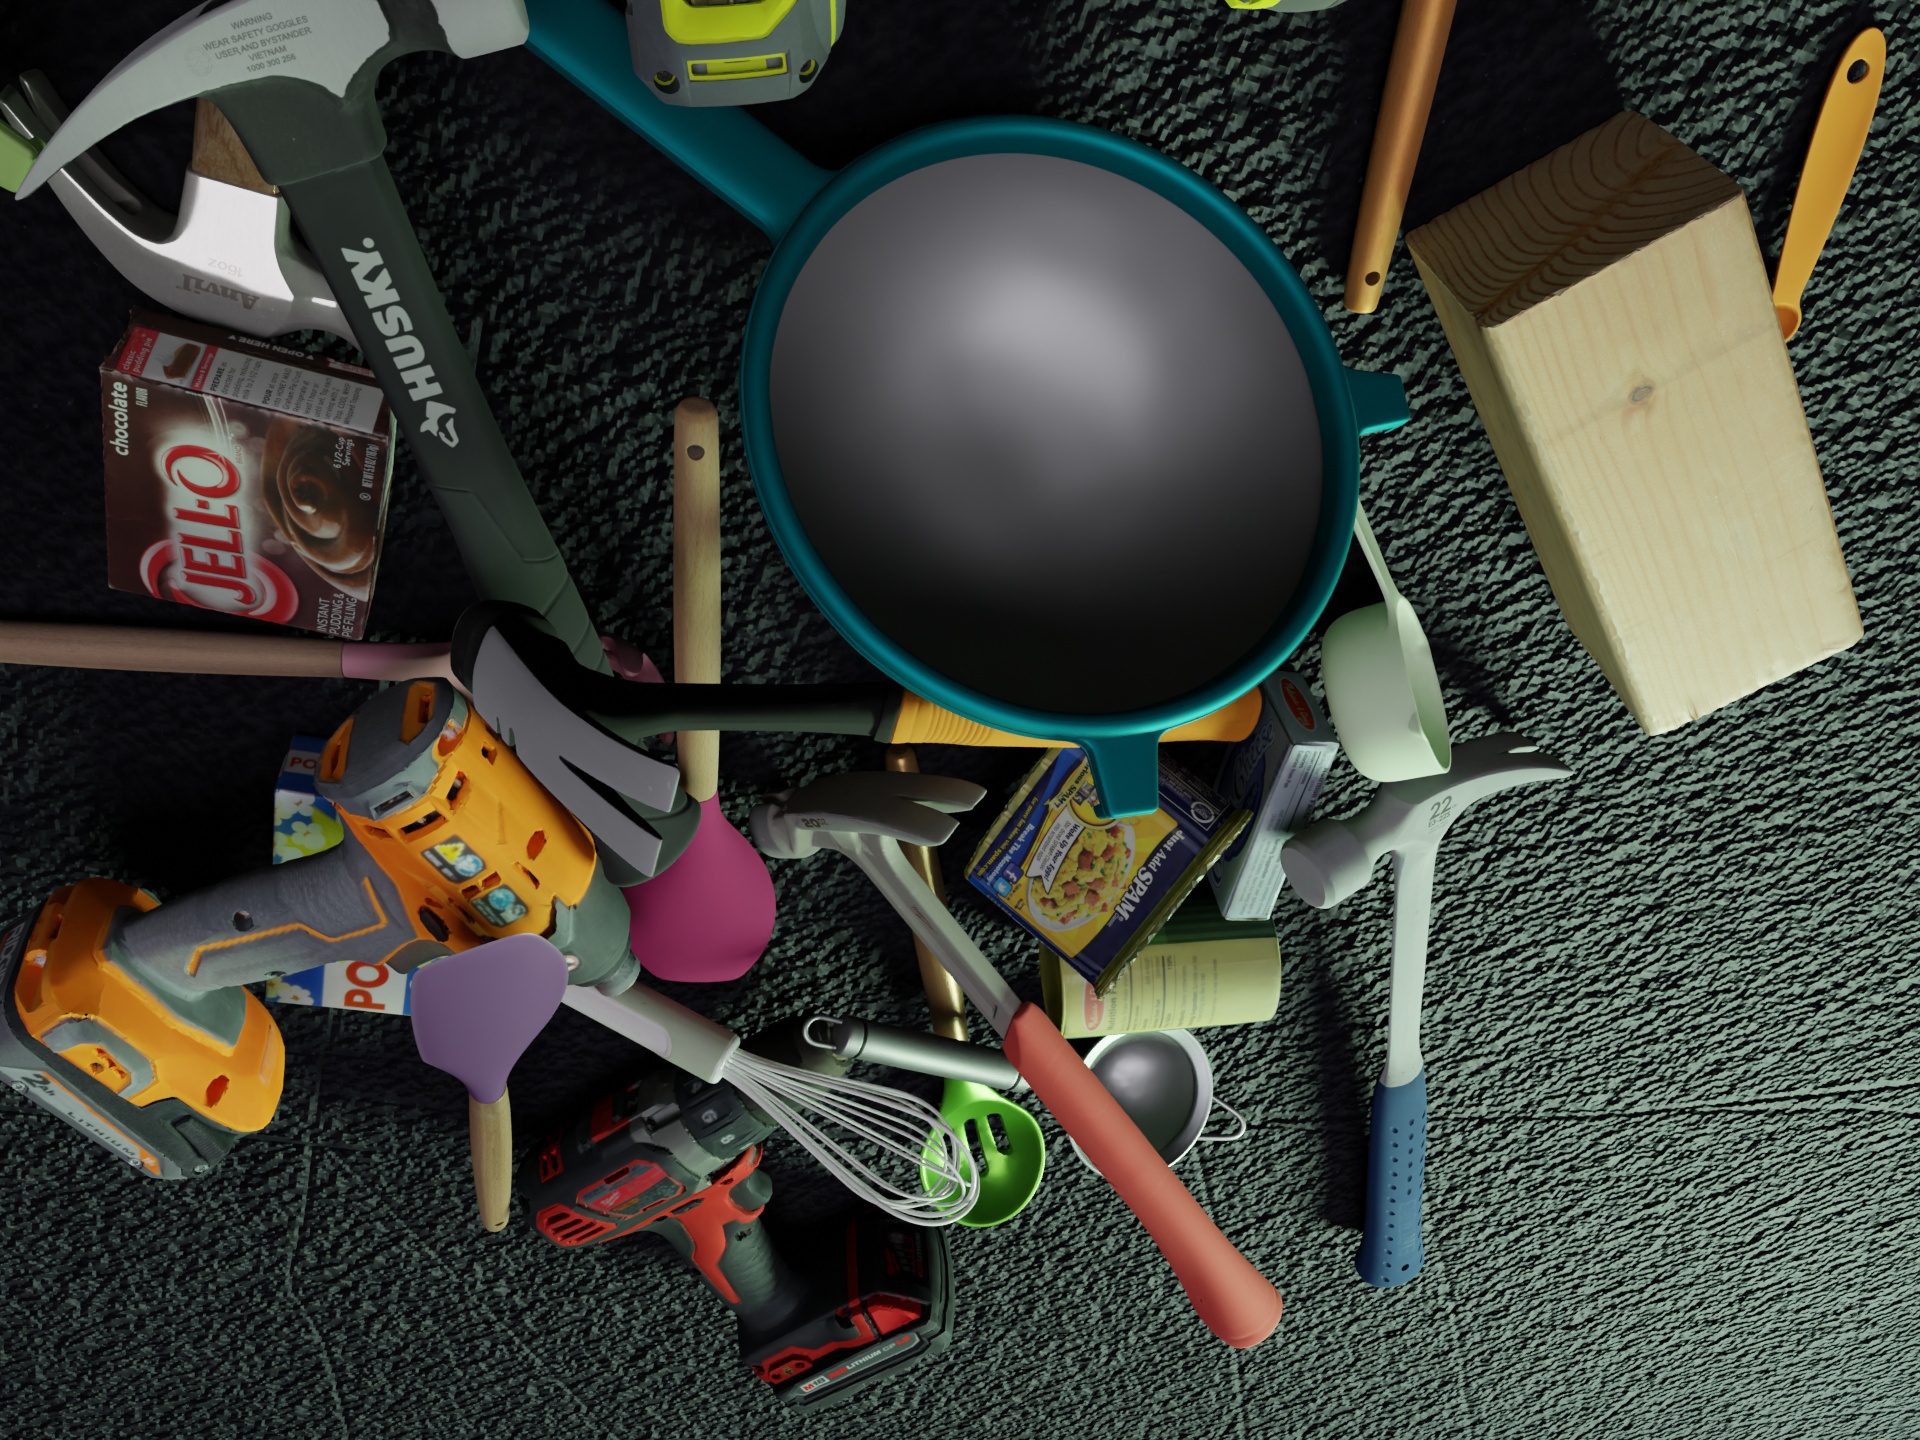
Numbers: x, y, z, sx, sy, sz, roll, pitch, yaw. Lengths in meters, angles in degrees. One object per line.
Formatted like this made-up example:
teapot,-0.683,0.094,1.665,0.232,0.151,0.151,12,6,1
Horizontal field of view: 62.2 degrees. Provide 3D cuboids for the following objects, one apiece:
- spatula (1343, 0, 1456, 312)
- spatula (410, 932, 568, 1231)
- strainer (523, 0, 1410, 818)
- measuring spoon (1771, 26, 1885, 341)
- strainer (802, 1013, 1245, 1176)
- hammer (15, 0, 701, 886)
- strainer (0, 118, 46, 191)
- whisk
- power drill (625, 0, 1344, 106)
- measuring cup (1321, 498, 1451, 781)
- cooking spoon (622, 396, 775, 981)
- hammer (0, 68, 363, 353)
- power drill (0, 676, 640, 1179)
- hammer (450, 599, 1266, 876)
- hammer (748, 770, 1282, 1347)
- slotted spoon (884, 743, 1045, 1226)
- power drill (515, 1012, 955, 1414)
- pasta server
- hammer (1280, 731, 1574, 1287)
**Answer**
spatula,0.161,-0.277,0.492,0.081,0.041,0.322,-1,127,-8
spatula,-0.201,0.167,0.687,0.059,0.018,0.315,-17,152,-25
strainer,-0.028,-0.128,0.541,0.340,0.095,0.211,37,71,-6
measuring spoon,0.318,-0.197,0.594,0.021,0.011,0.116,-1,123,-7
strainer,0.033,0.173,0.787,0.258,0.050,0.087,19,89,-31
hammer,-0.162,-0.069,0.528,0.146,0.035,0.334,-16,128,-1
strainer,-0.348,-0.262,0.418,0.151,0.069,0.256,-4,123,3
whisk,-0.101,0.160,0.729,0.246,0.059,0.057,27,125,4
power drill,0.010,-0.271,0.437,0.223,0.080,0.171,-9,124,-9
measuring cup,0.159,-0.049,0.654,0.038,0.083,0.167,-17,111,26
cooking spoon,-0.104,0.010,0.630,0.068,0.017,0.318,1,134,-8
hammer,-0.198,-0.267,0.457,0.130,0.031,0.331,12,123,-17
power drill,-0.250,0.094,0.639,0.226,0.084,0.164,-28,128,8
hammer,-0.001,-0.002,0.576,0.336,0.127,0.034,-1,117,-41
hammer,0.051,0.162,0.710,0.149,0.037,0.358,-4,129,54
slotted spoon,-0.005,0.139,0.786,0.070,0.031,0.313,-17,125,-11
power drill,-0.091,0.252,0.830,0.188,0.080,0.226,-32,121,15
pasta server,-0.272,-0.021,0.625,0.316,0.040,0.060,3,134,-9
hammer,0.232,0.171,0.819,0.144,0.035,0.405,-28,134,-18
